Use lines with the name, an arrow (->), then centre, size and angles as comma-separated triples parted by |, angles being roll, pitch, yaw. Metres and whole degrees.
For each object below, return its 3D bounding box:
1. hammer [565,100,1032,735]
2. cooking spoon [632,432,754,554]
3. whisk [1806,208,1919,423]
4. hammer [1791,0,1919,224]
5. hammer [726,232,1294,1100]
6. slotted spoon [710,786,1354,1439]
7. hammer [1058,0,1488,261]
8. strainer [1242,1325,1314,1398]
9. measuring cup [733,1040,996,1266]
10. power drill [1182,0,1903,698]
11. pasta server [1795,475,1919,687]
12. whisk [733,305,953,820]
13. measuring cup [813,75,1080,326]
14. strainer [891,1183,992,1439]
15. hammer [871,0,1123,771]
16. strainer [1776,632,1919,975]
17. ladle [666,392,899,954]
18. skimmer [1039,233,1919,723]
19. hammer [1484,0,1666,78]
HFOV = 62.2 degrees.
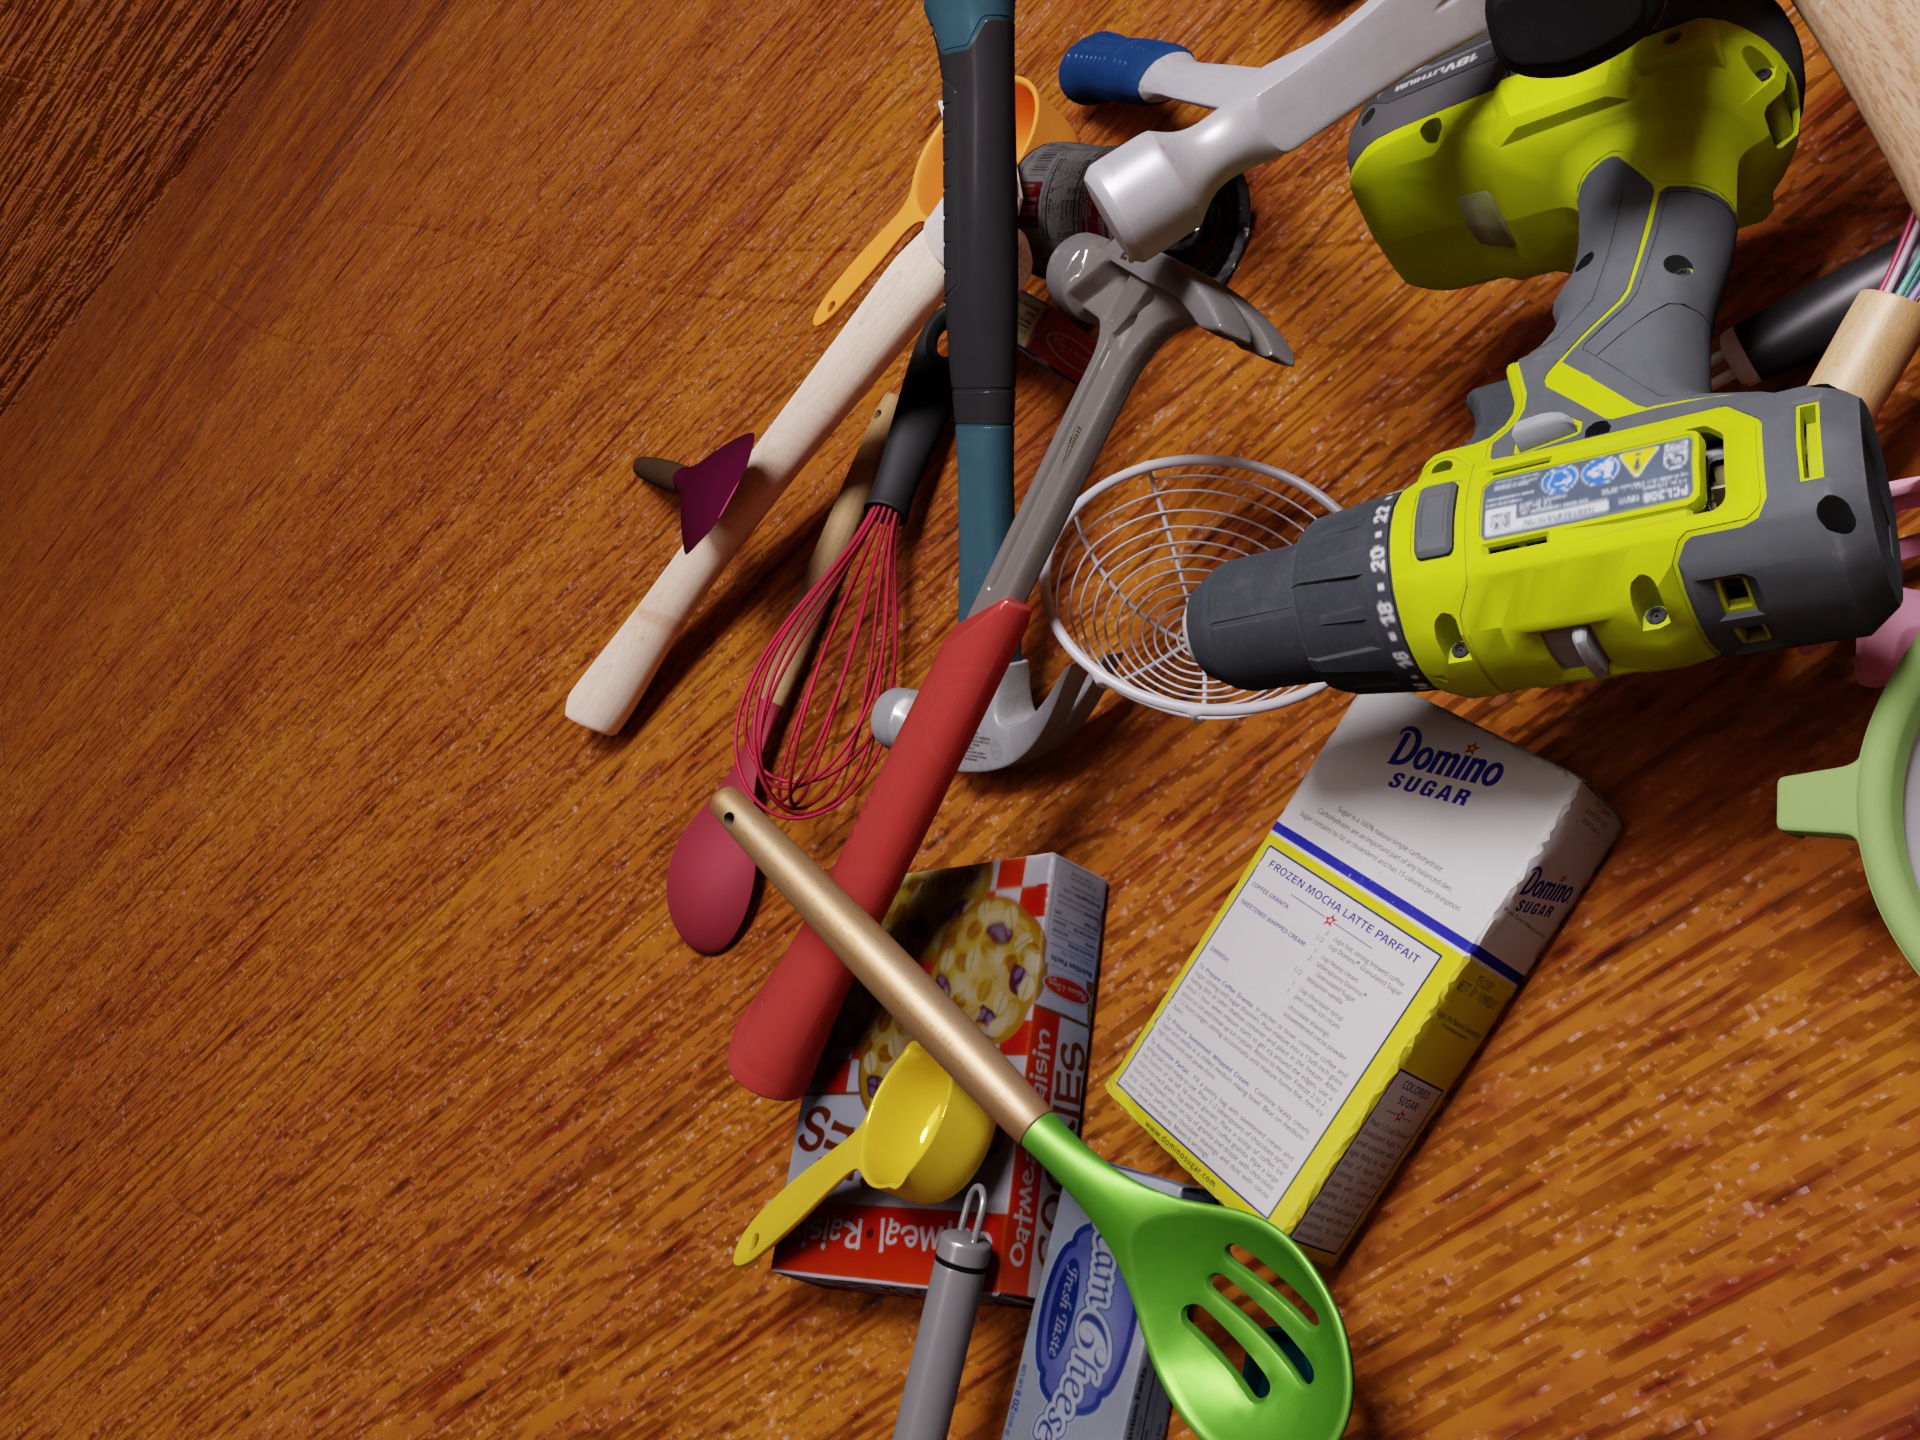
hammer -> -0.102, -0.136, 0.843 | 0.410, 0.038, 0.146 | -46, 34, 33
cooking spoon -> -0.157, -0.134, 0.884 | 0.069, 0.017, 0.319 | -61, 21, 1
whisk -> 0.284, -0.140, 0.457 | 0.047, 0.051, 0.245 | 29, 103, 17
hammer -> 0.272, -0.083, 0.378 | 0.130, 0.031, 0.332 | -29, 53, 36
hammer -> -0.001, -0.002, 0.593 | 0.359, 0.036, 0.149 | -64, 26, 17
slotted spoon -> 0.010, 0.119, 0.540 | 0.314, 0.031, 0.070 | 41, 111, 30
hammer -> 0.092, -0.265, 0.649 | 0.144, 0.035, 0.406 | -31, 22, 9
strainer -> 0.036, 0.342, 0.449 | 0.211, 0.095, 0.340 | 5, 73, 46
measuring cup -> -0.038, 0.177, 0.608 | 0.156, 0.029, 0.062 | -46, 25, 35
power drill -> 0.168, -0.109, 0.485 | 0.190, 0.080, 0.229 | -10, 54, 37
pasta server -> 0.371, -0.066, 0.380 | 0.316, 0.060, 0.040 | -12, 19, 38
whisk -> -0.043, -0.086, 0.793 | 0.073, 0.073, 0.296 | -3, 61, 44
measuring cup -> -0.006, -0.263, 0.858 | 0.173, 0.052, 0.095 | -40, 46, 26
strainer -> -0.021, 0.289, 0.551 | 0.087, 0.050, 0.258 | -177, 101, -75
hammer -> 0.009, -0.139, 0.667 | 0.128, 0.033, 0.331 | 11, 108, 44
strainer -> 0.334, -0.016, 0.360 | 0.256, 0.069, 0.152 | -52, 43, 15
ladle -> -0.088, -0.032, 0.833 | 0.069, 0.031, 0.315 | 7, 72, 47
skimmer -> 0.194, -0.106, 0.539 | 0.363, 0.090, 0.127 | -29, 48, 31
hammer -> 0.264, -0.281, 0.487 | 0.337, 0.034, 0.127 | -39, 35, -23
